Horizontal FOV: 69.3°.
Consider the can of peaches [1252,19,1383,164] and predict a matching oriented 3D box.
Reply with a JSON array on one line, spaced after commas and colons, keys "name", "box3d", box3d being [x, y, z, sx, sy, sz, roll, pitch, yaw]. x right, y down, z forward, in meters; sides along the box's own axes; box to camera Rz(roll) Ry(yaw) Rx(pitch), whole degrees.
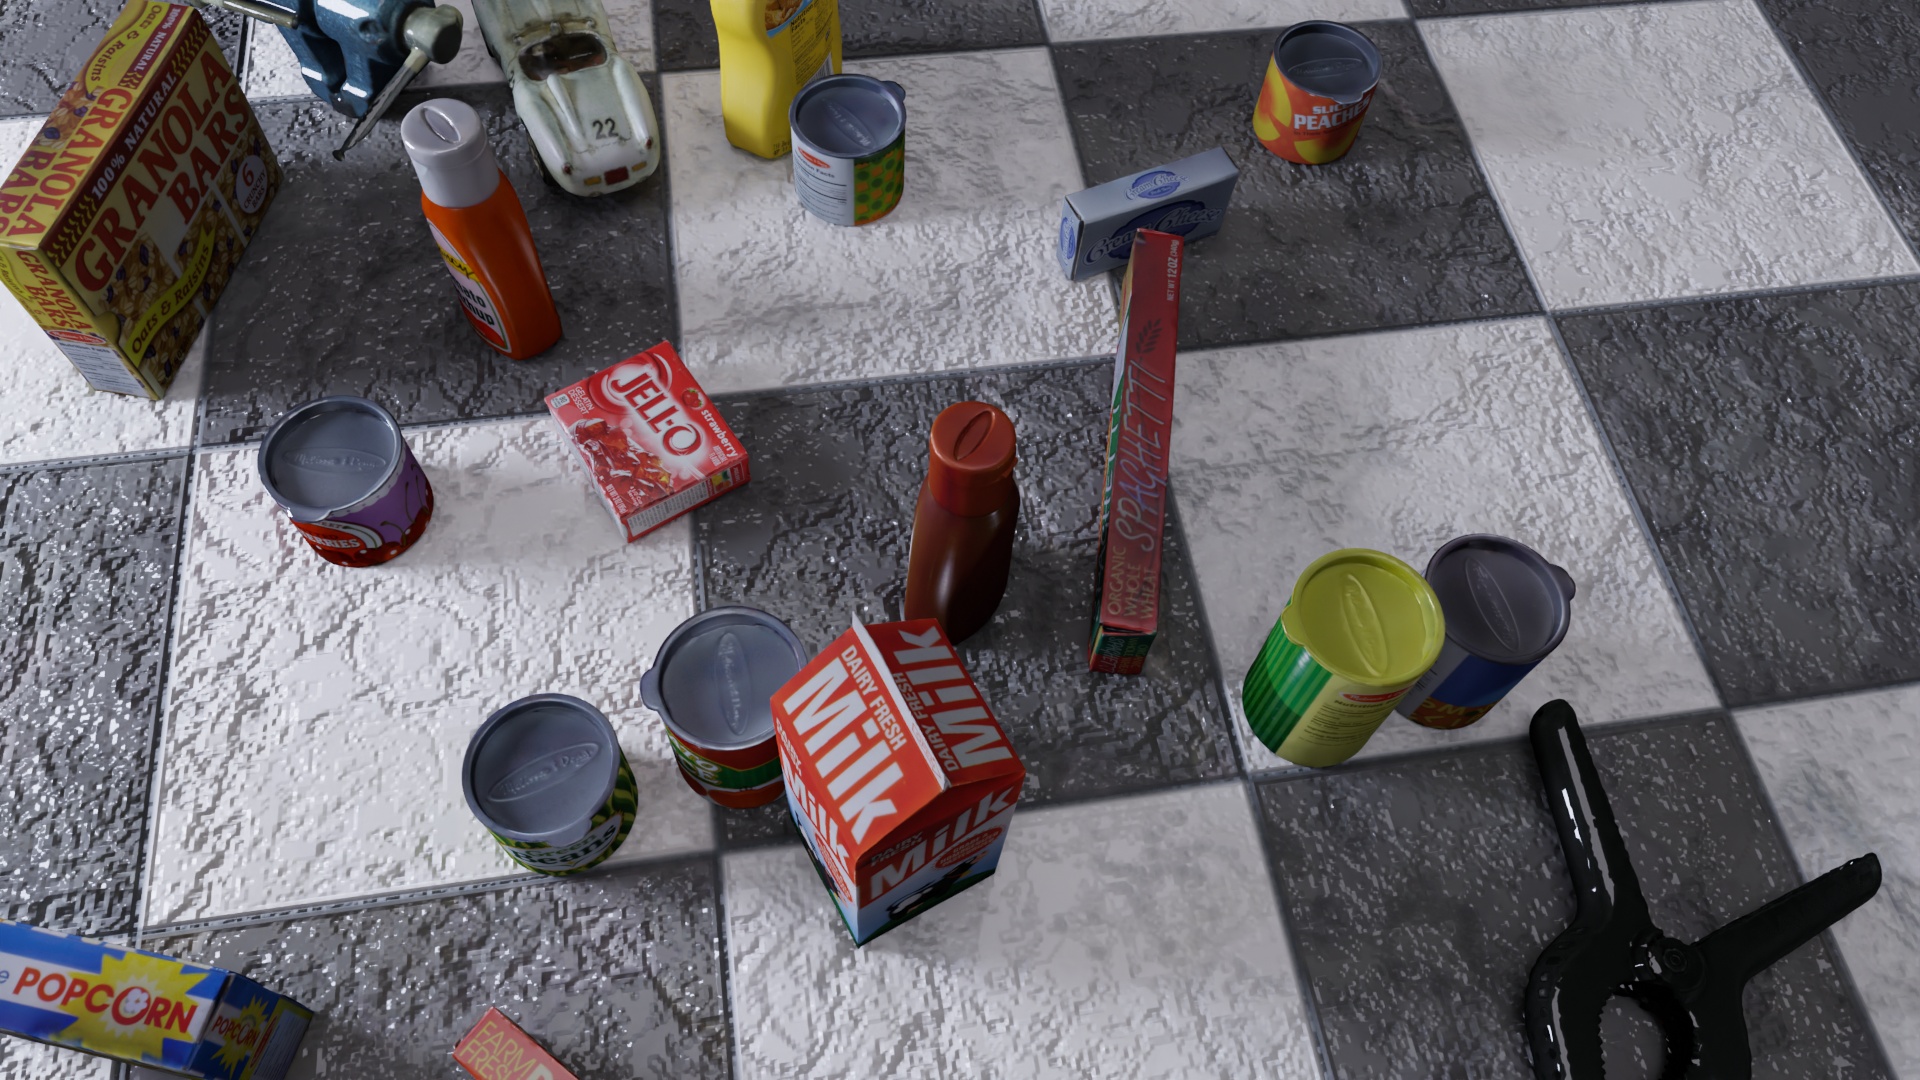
[{"name": "can of peaches", "box3d": [0.218, -0.272, 0.852, 0.071, 0.057, 0.071, 2, 61, -3]}]

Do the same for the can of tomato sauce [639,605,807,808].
[{"name": "can of tomato sauce", "box3d": [-0.101, 0.077, 0.622, 0.071, 0.082, 0.071, 2, 61, -3]}]

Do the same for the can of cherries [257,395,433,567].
[{"name": "can of cherries", "box3d": [-0.301, -0.026, 0.681, 0.071, 0.058, 0.072, 2, 61, -3]}]

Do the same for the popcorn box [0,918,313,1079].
[{"name": "popcorn box", "box3d": [-0.336, 0.182, 0.547, 0.127, 0.084, 0.038, 12, 61, 3]}]

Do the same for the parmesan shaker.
[{"name": "parmesan shaker", "box3d": [0.170, 0.056, 0.639, 0.071, 0.102, 0.071, 2, 61, -3]}]

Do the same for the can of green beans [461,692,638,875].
[{"name": "can of green beans", "box3d": [-0.179, 0.109, 0.614, 0.071, 0.057, 0.071, 2, 61, -3]}]

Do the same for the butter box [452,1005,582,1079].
[{"name": "butter box", "box3d": [-0.152, 0.229, 0.551, 0.103, 0.053, 0.024, 34, 65, 14]}]

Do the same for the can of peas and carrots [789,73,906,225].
[{"name": "can of peas and carrots", "box3d": [-0.063, -0.228, 0.809, 0.071, 0.058, 0.071, 2, 61, -3]}]

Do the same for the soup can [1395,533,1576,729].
[{"name": "soup can", "box3d": [0.242, 0.045, 0.661, 0.071, 0.083, 0.071, 2, 61, -3]}]

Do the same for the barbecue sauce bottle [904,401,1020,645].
[{"name": "barbecue sauce bottle", "box3d": [0.002, -0.008, 0.639, 0.044, 0.147, 0.065, 30, 64, 12]}]

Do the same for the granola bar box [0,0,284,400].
[{"name": "granola bar box", "box3d": [-0.421, -0.175, 0.719, 0.039, 0.123, 0.166, 10, 61, 2]}]

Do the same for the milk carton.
[{"name": "milk carton", "box3d": [-0.026, 0.096, 0.555, 0.073, 0.189, 0.072, -25, 66, -16]}]

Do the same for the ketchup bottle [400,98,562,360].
[{"name": "ketchup bottle", "box3d": [-0.244, -0.157, 0.706, 0.044, 0.148, 0.065, -39, 70, -21]}]

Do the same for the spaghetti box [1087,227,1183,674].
[{"name": "spaghetti box", "box3d": [0.092, -0.052, 0.725, 0.029, 0.050, 0.251, 8, 61, 1]}]

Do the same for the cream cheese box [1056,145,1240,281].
[{"name": "cream cheese box", "box3d": [0.107, -0.188, 0.800, 0.104, 0.053, 0.024, -21, 64, -14]}]
